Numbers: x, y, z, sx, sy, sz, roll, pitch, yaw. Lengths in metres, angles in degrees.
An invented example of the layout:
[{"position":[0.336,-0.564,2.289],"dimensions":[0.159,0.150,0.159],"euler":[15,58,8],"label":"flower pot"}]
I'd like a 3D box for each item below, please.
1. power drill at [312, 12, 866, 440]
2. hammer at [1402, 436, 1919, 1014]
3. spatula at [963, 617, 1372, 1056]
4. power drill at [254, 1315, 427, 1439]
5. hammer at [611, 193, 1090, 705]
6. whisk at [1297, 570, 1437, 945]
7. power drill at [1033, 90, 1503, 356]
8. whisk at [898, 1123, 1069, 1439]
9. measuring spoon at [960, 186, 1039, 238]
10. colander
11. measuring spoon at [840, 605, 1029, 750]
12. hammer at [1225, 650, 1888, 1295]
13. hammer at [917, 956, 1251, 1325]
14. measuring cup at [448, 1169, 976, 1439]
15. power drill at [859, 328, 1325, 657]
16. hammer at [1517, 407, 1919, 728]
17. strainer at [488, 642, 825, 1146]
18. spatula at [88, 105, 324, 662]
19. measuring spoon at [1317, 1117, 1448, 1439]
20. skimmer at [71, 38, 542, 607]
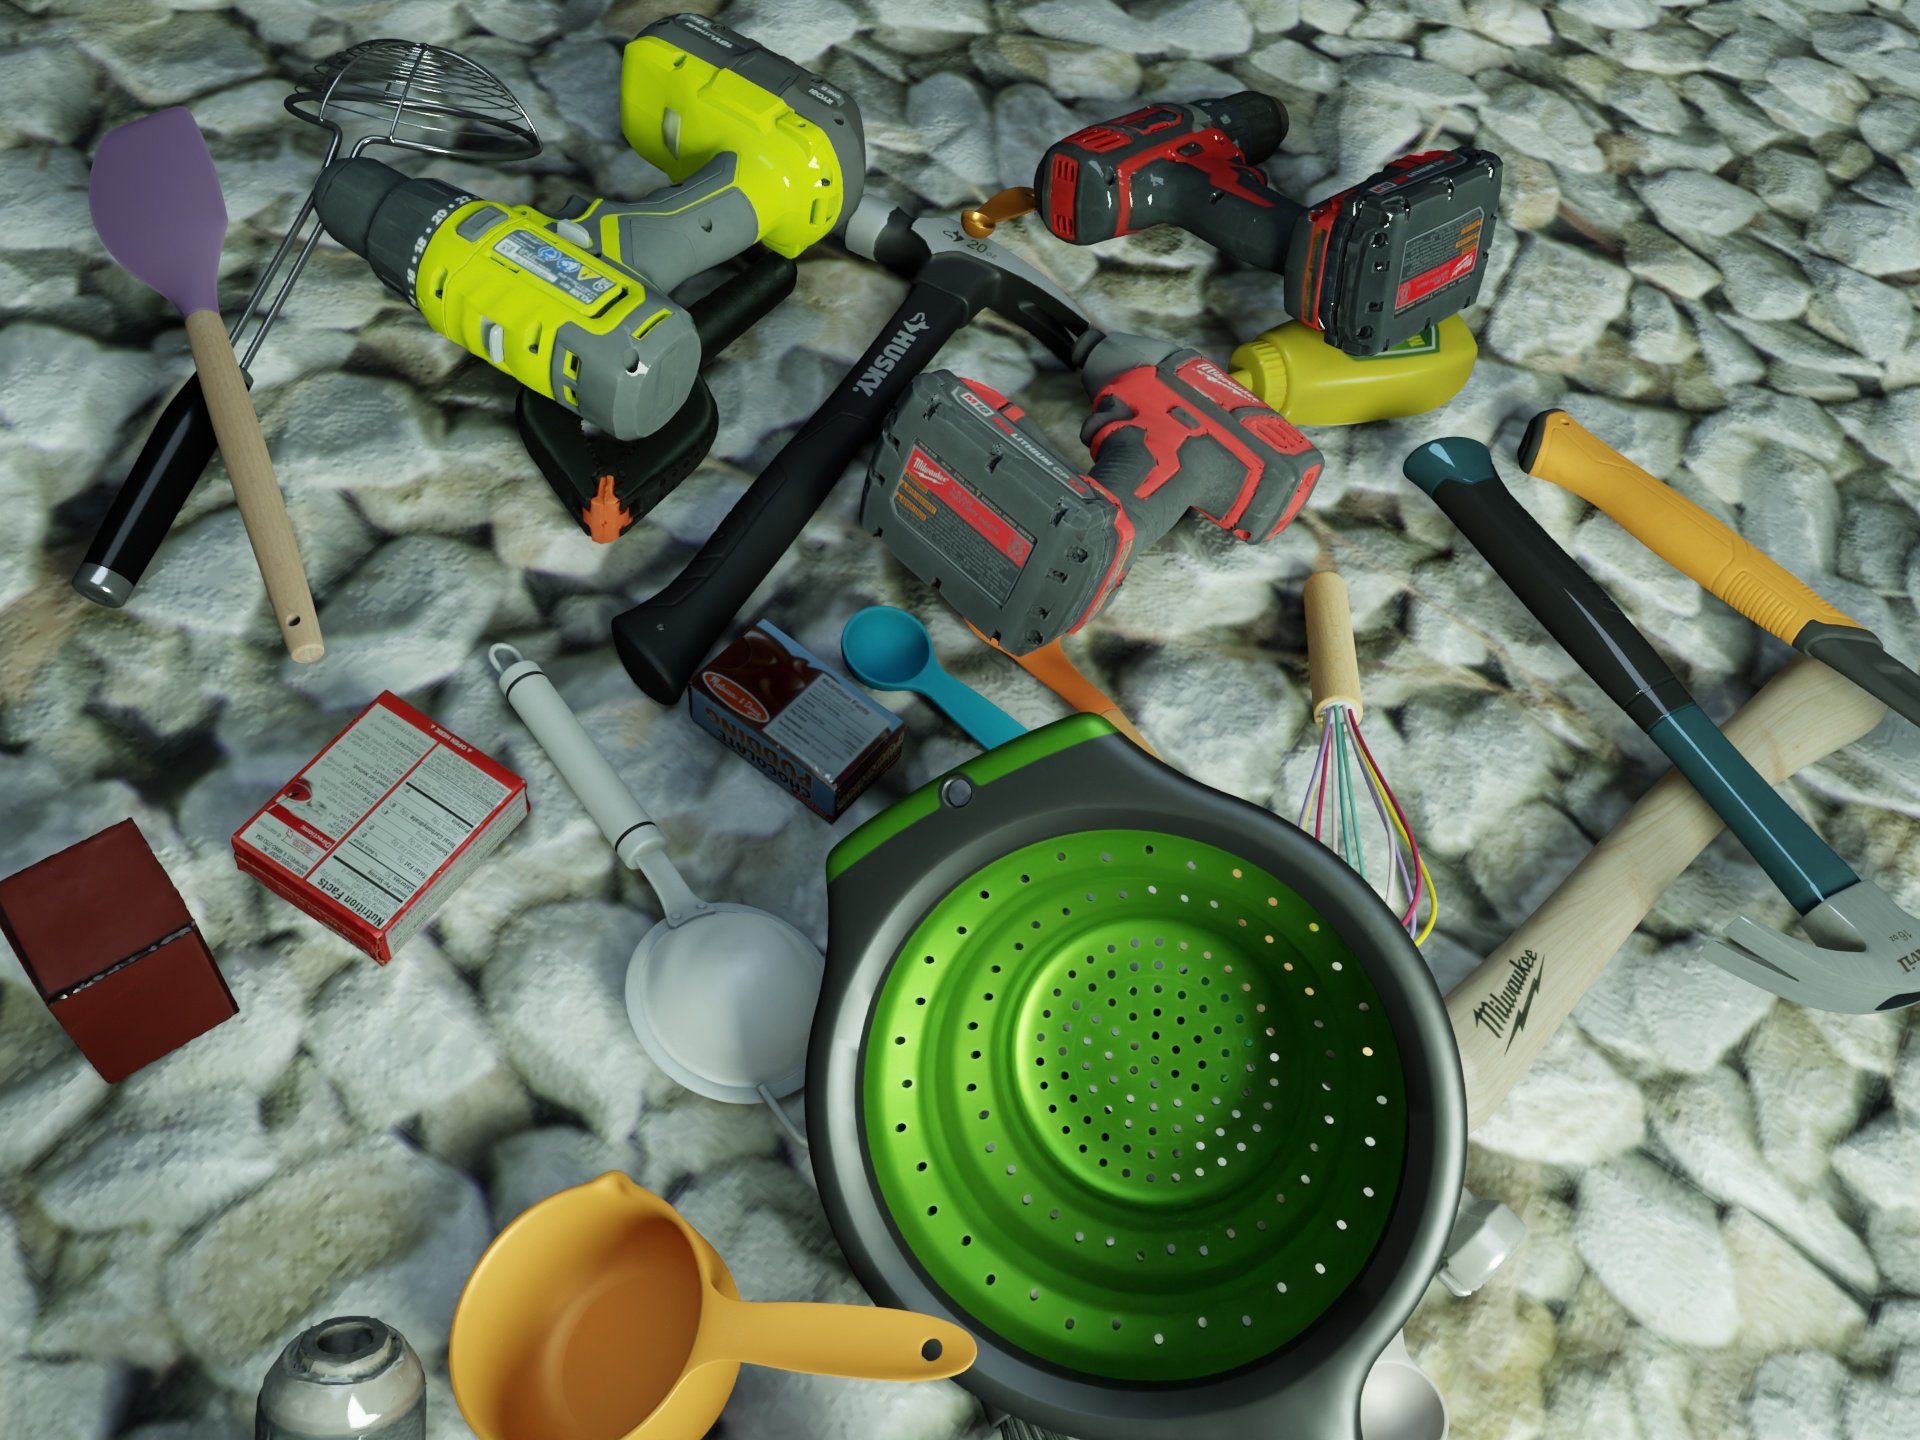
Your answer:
[{"position":[-0.169,-0.248,0.763],"dimensions":[0.190,0.080,0.228],"euler":[32,54,9],"label":"power drill"},{"position":[0.316,-0.011,0.725],"dimensions":[0.128,0.033,0.331],"euler":[-19,59,-22],"label":"hammer"},{"position":[0.078,0.010,0.683],"dimensions":[0.081,0.041,0.323],"euler":[-13,50,-31],"label":"spatula"},{"position":[-0.089,0.253,0.438],"dimensions":[0.226,0.084,0.185],"euler":[4,101,-9],"label":"power drill"},{"position":[-0.059,-0.133,0.773],"dimensions":[0.146,0.035,0.335],"euler":[27,56,8],"label":"hammer"},{"position":[0.170,0.013,0.692],"dimensions":[0.047,0.051,0.245],"euler":[-22,34,25],"label":"whisk"},{"position":[0.178,-0.289,0.870],"dimensions":[0.188,0.080,0.227],"euler":[-31,47,-33],"label":"power drill"},{"position":[0.021,0.233,0.541],"dimensions":[0.055,0.055,0.239],"euler":[-15,57,-19],"label":"whisk"},{"position":[0.025,-0.280,0.878],"dimensions":[0.021,0.011,0.117],"euler":[31,32,5],"label":"measuring spoon"},{"position":[0.095,0.192,0.515],"dimensions":[0.204,0.094,0.397],"euler":[-29,81,12],"label":"colander"},{"position":[-0.001,-0.002,0.713],"dimensions":[0.128,0.021,0.042],"euler":[39,57,4],"label":"measuring spoon"},{"position":[0.288,0.063,0.708],"dimensions":[0.410,0.038,0.146],"euler":[-34,68,-28],"label":"hammer"},{"position":[0.109,0.211,0.579],"dimensions":[0.409,0.036,0.149],"euler":[42,59,17],"label":"hammer"},{"position":[-0.074,0.201,0.509],"dimensions":[0.173,0.052,0.095],"euler":[-1,54,15],"label":"measuring cup"},{"position":[0.063,-0.123,0.741],"dimensions":[0.143,0.078,0.219],"euler":[43,42,18],"label":"power drill"},{"position":[0.410,-0.055,0.771],"dimensions":[0.127,0.034,0.337],"euler":[-22,52,-27],"label":"hammer"},{"position":[-0.124,0.055,0.636],"dimensions":[0.087,0.050,0.259],"euler":[-20,58,-39],"label":"strainer"},{"position":[-0.326,-0.154,0.691],"dimensions":[0.060,0.018,0.316],"euler":[-25,67,-7],"label":"spatula"},{"position":[0.144,0.201,0.565],"dimensions":[0.034,0.018,0.124],"euler":[0,50,-4],"label":"measuring spoon"},{"position":[-0.317,-0.198,0.772],"dimensions":[0.127,0.090,0.363],"euler":[15,66,3],"label":"skimmer"}]
